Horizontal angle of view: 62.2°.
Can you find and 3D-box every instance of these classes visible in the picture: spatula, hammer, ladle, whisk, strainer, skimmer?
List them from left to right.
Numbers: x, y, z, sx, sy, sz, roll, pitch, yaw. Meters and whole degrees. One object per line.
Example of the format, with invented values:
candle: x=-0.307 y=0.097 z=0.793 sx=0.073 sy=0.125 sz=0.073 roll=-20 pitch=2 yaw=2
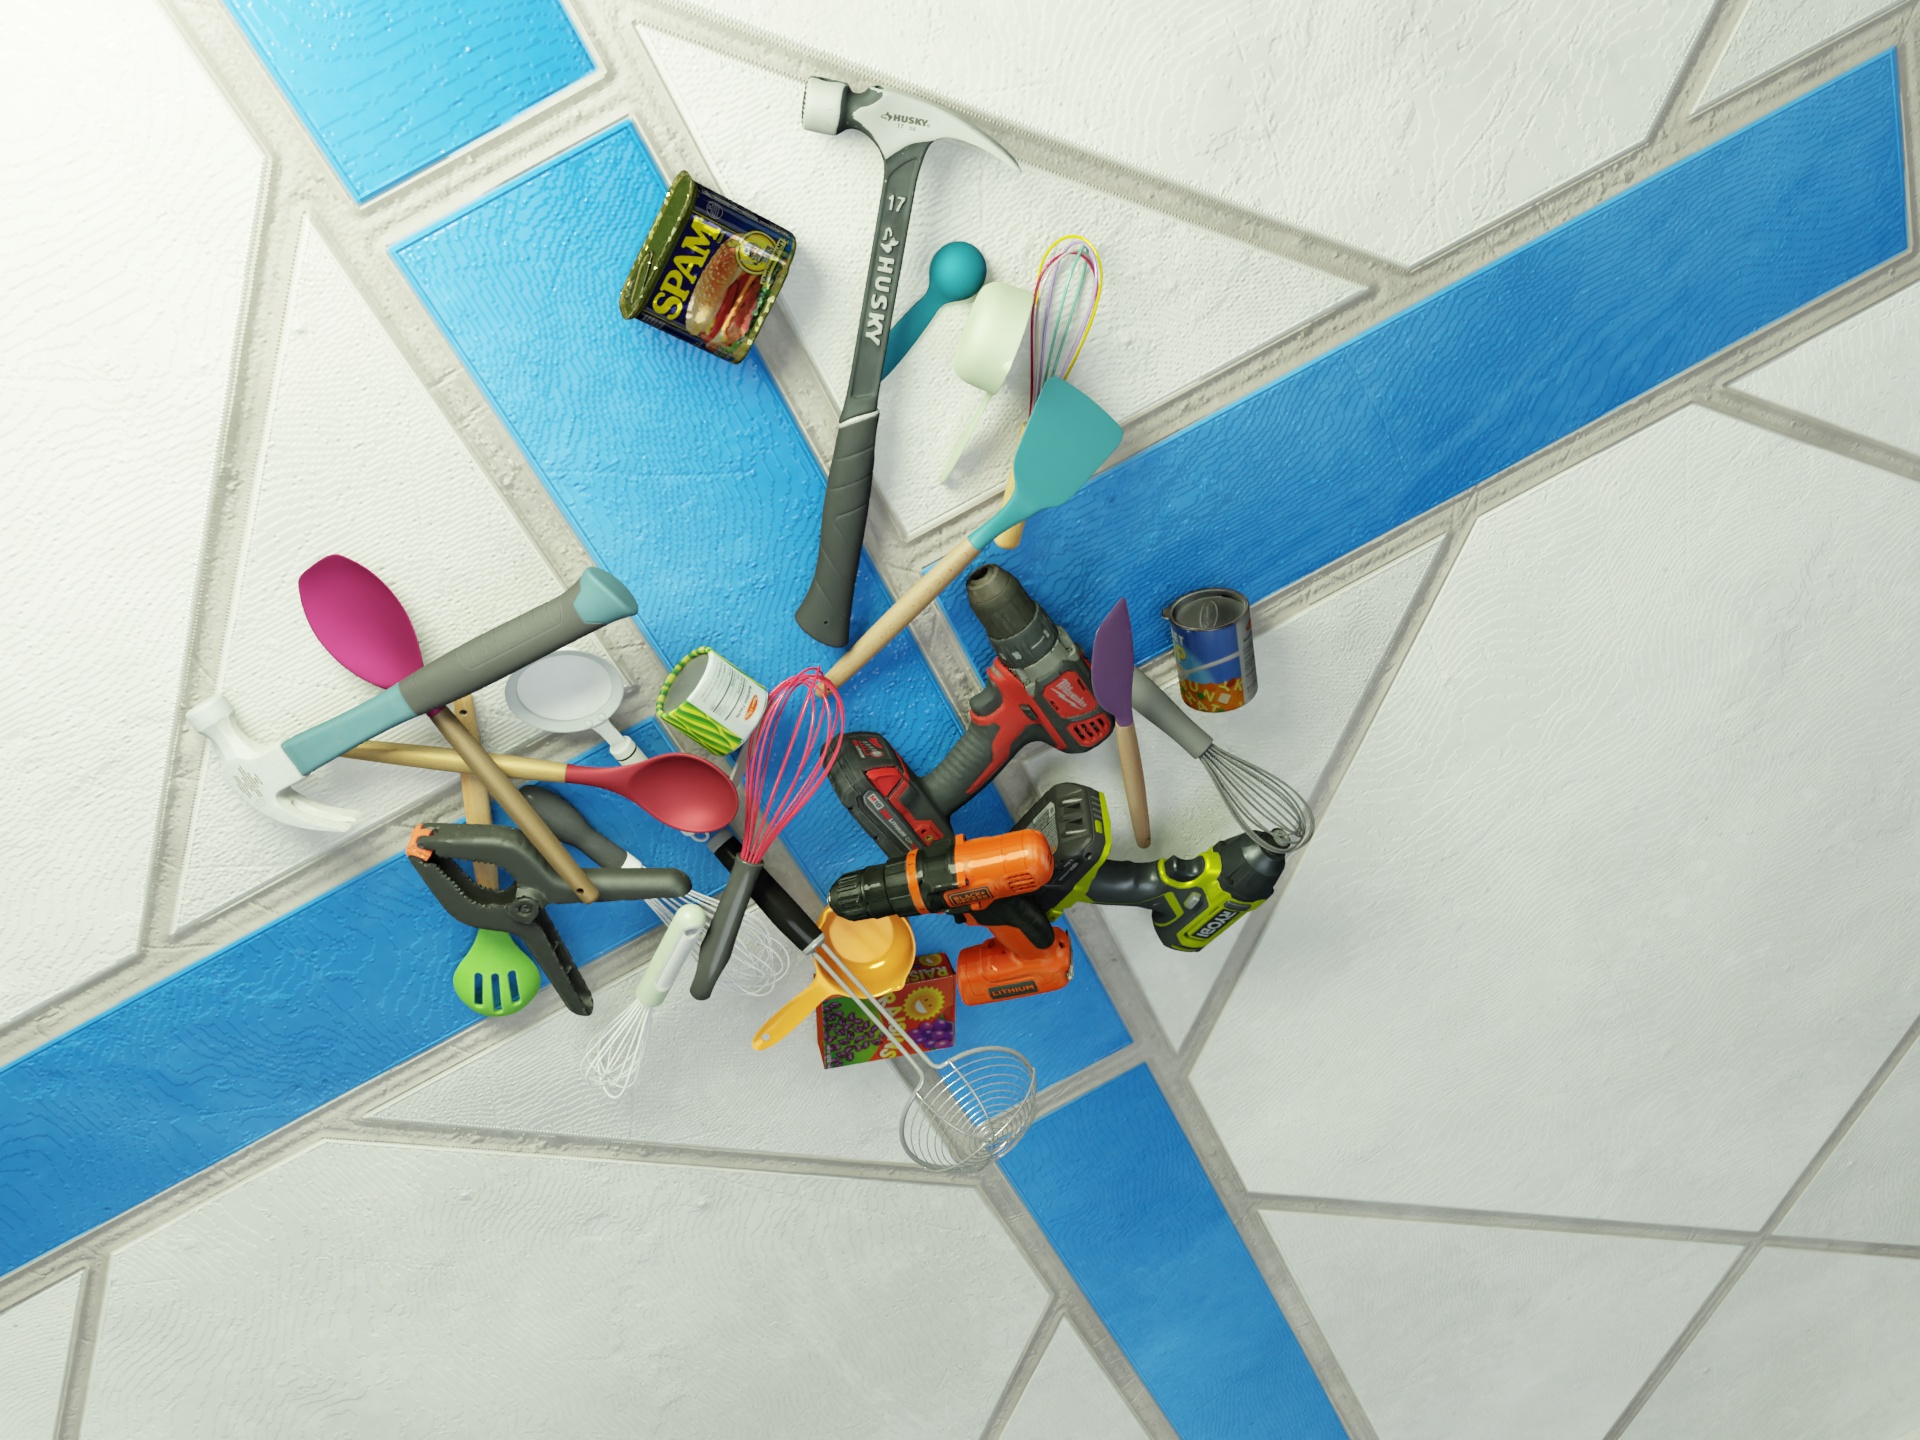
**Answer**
hammer: x=-0.379 y=-0.023 z=1.127 sx=0.331 sy=0.033 sz=0.128 roll=-25 pitch=108 yaw=11
ladle: x=-0.325 y=0.039 z=1.204 sx=0.315 sy=0.031 sz=0.069 roll=8 pitch=117 yaw=-10
strainer: x=-0.267 y=0.016 z=1.232 sx=0.087 sy=0.050 sz=0.258 roll=-25 pitch=130 yaw=10
whisk: x=-0.261 y=0.234 z=1.321 sx=0.057 sy=0.059 sz=0.246 roll=-2 pitch=138 yaw=-37
whisk: x=-0.249 y=0.138 z=1.303 sx=0.070 sy=0.070 sz=0.284 roll=-42 pitch=118 yaw=9
whisk: x=-0.160 y=0.093 z=1.262 sx=0.073 sy=0.073 sz=0.295 roll=16 pitch=104 yaw=-24
skimmer: x=-0.080 y=0.230 z=1.335 sx=0.127 sy=0.090 sz=0.363 roll=-43 pitch=88 yaw=-1
hammer: x=-0.064 y=-0.236 z=1.140 sx=0.149 sy=0.036 sz=0.408 roll=8 pitch=120 yaw=-8
spatula: x=-0.007 y=-0.124 z=1.216 sx=0.082 sy=0.044 sz=0.317 roll=30 pitch=120 yaw=-34
whisk: x=0.059 y=-0.241 z=1.186 sx=0.047 sy=0.051 sz=0.244 roll=14 pitch=121 yaw=-1
spatula: x=0.137 y=0.017 z=1.313 sx=0.060 sy=0.018 sz=0.315 roll=-53 pitch=150 yaw=-25
whisk: x=0.200 y=0.024 z=1.324 sx=0.239 sy=0.055 sz=0.055 roll=42 pitch=103 yaw=0

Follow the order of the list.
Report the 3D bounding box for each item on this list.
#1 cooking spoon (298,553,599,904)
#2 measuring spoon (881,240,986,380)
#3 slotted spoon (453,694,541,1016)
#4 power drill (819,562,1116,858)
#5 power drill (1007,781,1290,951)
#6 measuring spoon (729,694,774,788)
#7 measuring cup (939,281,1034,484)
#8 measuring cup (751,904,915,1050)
cooking spoon: x=-0.368 y=0.013 z=1.169 sx=0.069 sy=0.017 sz=0.318 roll=-31 pitch=108 yaw=12
measuring spoon: x=-0.028 y=-0.285 z=1.138 sx=0.042 sy=0.021 sz=0.128 roll=34 pitch=104 yaw=-30
slotted spoon: x=-0.380 y=0.116 z=1.264 sx=0.070 sy=0.031 sz=0.313 roll=-4 pitch=119 yaw=-11
power drill: x=-0.002 y=-0.004 z=1.281 sx=0.226 sy=0.080 sz=0.187 roll=-36 pitch=124 yaw=2
power drill: x=0.162 y=0.127 z=1.382 sx=0.223 sy=0.080 sz=0.171 roll=13 pitch=140 yaw=-23
measuring spoon: x=-0.181 y=0.031 z=1.280 sx=0.018 sy=0.034 sz=0.124 roll=31 pitch=106 yaw=17
measuring cup: x=0.004 y=-0.243 z=1.156 sx=0.038 sy=0.083 sz=0.167 roll=21 pitch=129 yaw=-10
measuring cup: x=-0.115 y=0.218 z=1.374 sx=0.173 sy=0.052 sz=0.095 roll=-42 pitch=101 yaw=5
